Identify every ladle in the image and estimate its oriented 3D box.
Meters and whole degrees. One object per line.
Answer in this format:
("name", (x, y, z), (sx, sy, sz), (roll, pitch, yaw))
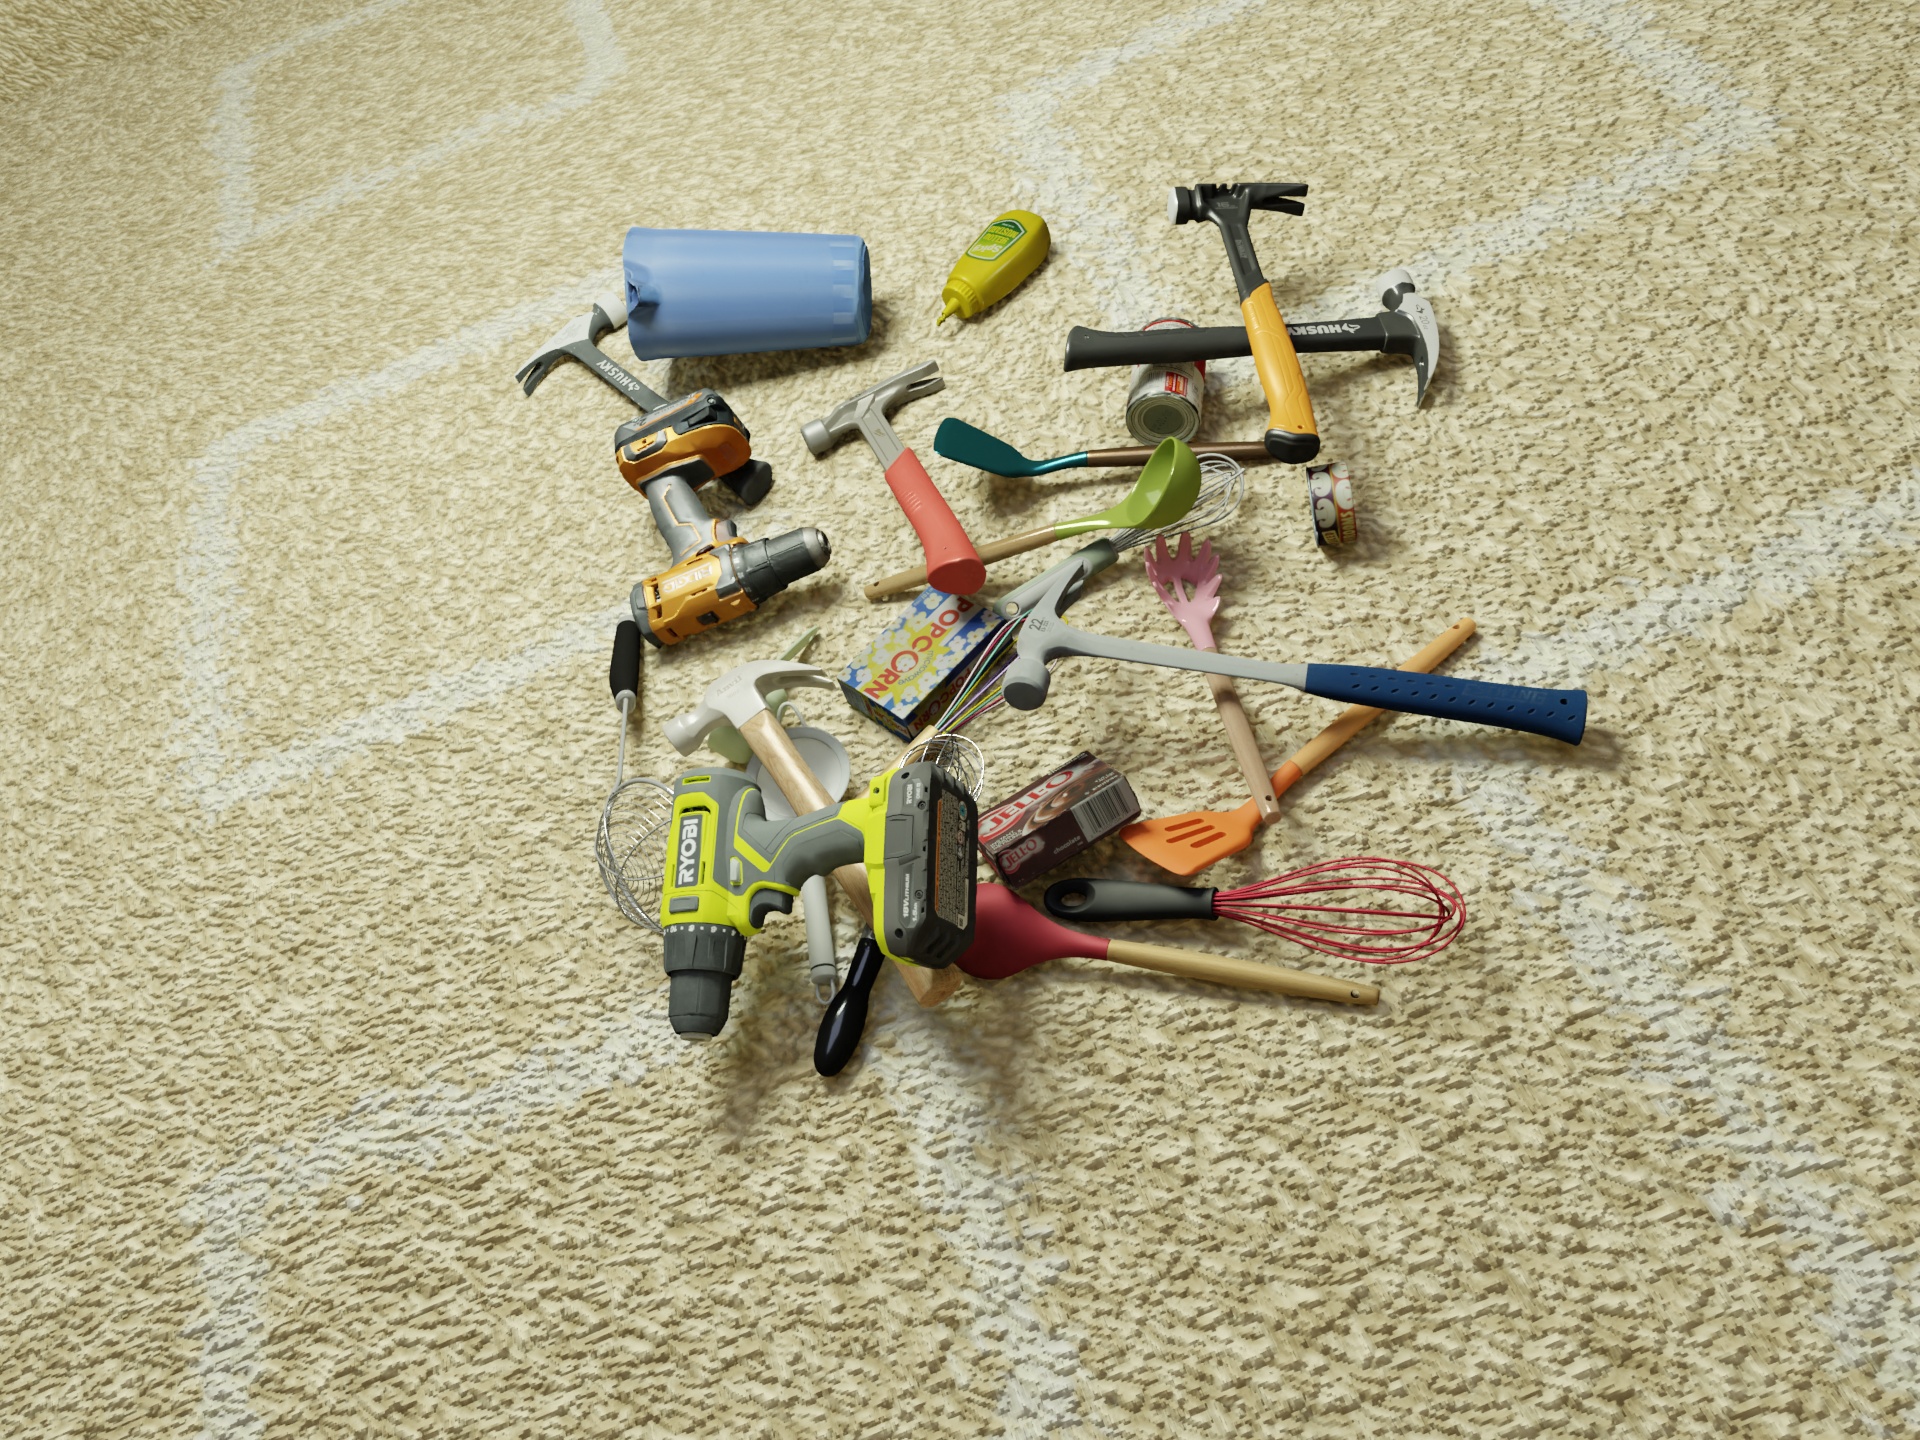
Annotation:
("ladle", (0.128, 0.165, 1.101), (0.315, 0.031, 0.069), (7, 89, 19))
("ladle", (0.052, -0.159, 1.335), (0.320, 0.062, 0.078), (-15, 42, 24))

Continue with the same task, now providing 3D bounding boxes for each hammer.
("hammer", (-0.319, -0.323, 1.642), (0.149, 0.036, 0.409), (-40, 51, -12))
("hammer", (0.264, -0.348, 1.359), (0.127, 0.034, 0.337), (-3, 54, -3))
("hammer", (-0.097, 0.076, 1.176), (0.130, 0.031, 0.332), (-38, 58, -2))
("hammer", (-0.037, -0.216, 1.417), (0.149, 0.036, 0.359), (-27, 38, -1))
("hammer", (0.253, -0.327, 1.385), (0.334, 0.035, 0.146), (-5, 55, -6))
("hammer", (0.243, -0.038, 1.164), (0.405, 0.035, 0.144), (9, 46, 12))

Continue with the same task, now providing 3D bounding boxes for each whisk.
("whisk", (-0.051, 0.130, 1.180), (0.070, 0.070, 0.285), (9, 61, 25))
("whisk", (0.134, -0.149, 1.341), (0.246, 0.058, 0.059), (-32, 7, -1))
("whisk", (-0.001, -0.004, 1.275), (0.245, 0.051, 0.047), (-45, 58, -13))
("whisk", (0.194, 0.127, 1.095), (0.296, 0.073, 0.073), (-1, 53, 26))

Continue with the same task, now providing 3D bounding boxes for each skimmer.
("skimmer", (-0.252, 0.027, 1.325), (0.090, 0.127, 0.364), (11, 34, -17))

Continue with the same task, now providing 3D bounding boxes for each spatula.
("spatula", (0.261, 0.014, 1.169), (0.322, 0.041, 0.081), (-37, 34, -14))
("spatula", (0.137, -0.240, 1.396), (0.317, 0.044, 0.082), (-1, 32, 10))

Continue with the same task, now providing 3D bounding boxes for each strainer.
("strainer", (-0.118, 0.103, 1.232), (0.087, 0.050, 0.259), (-13, 56, 5))

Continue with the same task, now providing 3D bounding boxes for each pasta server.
("pasta server", (0.196, -0.040, 1.210), (0.060, 0.040, 0.317), (-7, 41, -3))

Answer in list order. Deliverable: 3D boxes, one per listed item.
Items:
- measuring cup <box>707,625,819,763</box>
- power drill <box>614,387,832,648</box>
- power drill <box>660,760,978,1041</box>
("measuring cup", (-0.152, -0.026, 1.340), (0.038, 0.083, 0.168), (33, 47, 7))
("power drill", (-0.220, -0.192, 1.452), (0.185, 0.084, 0.226), (-21, 61, 11))
("power drill", (-0.108, 0.121, 1.097), (0.228, 0.080, 0.191), (-8, 68, 25))
